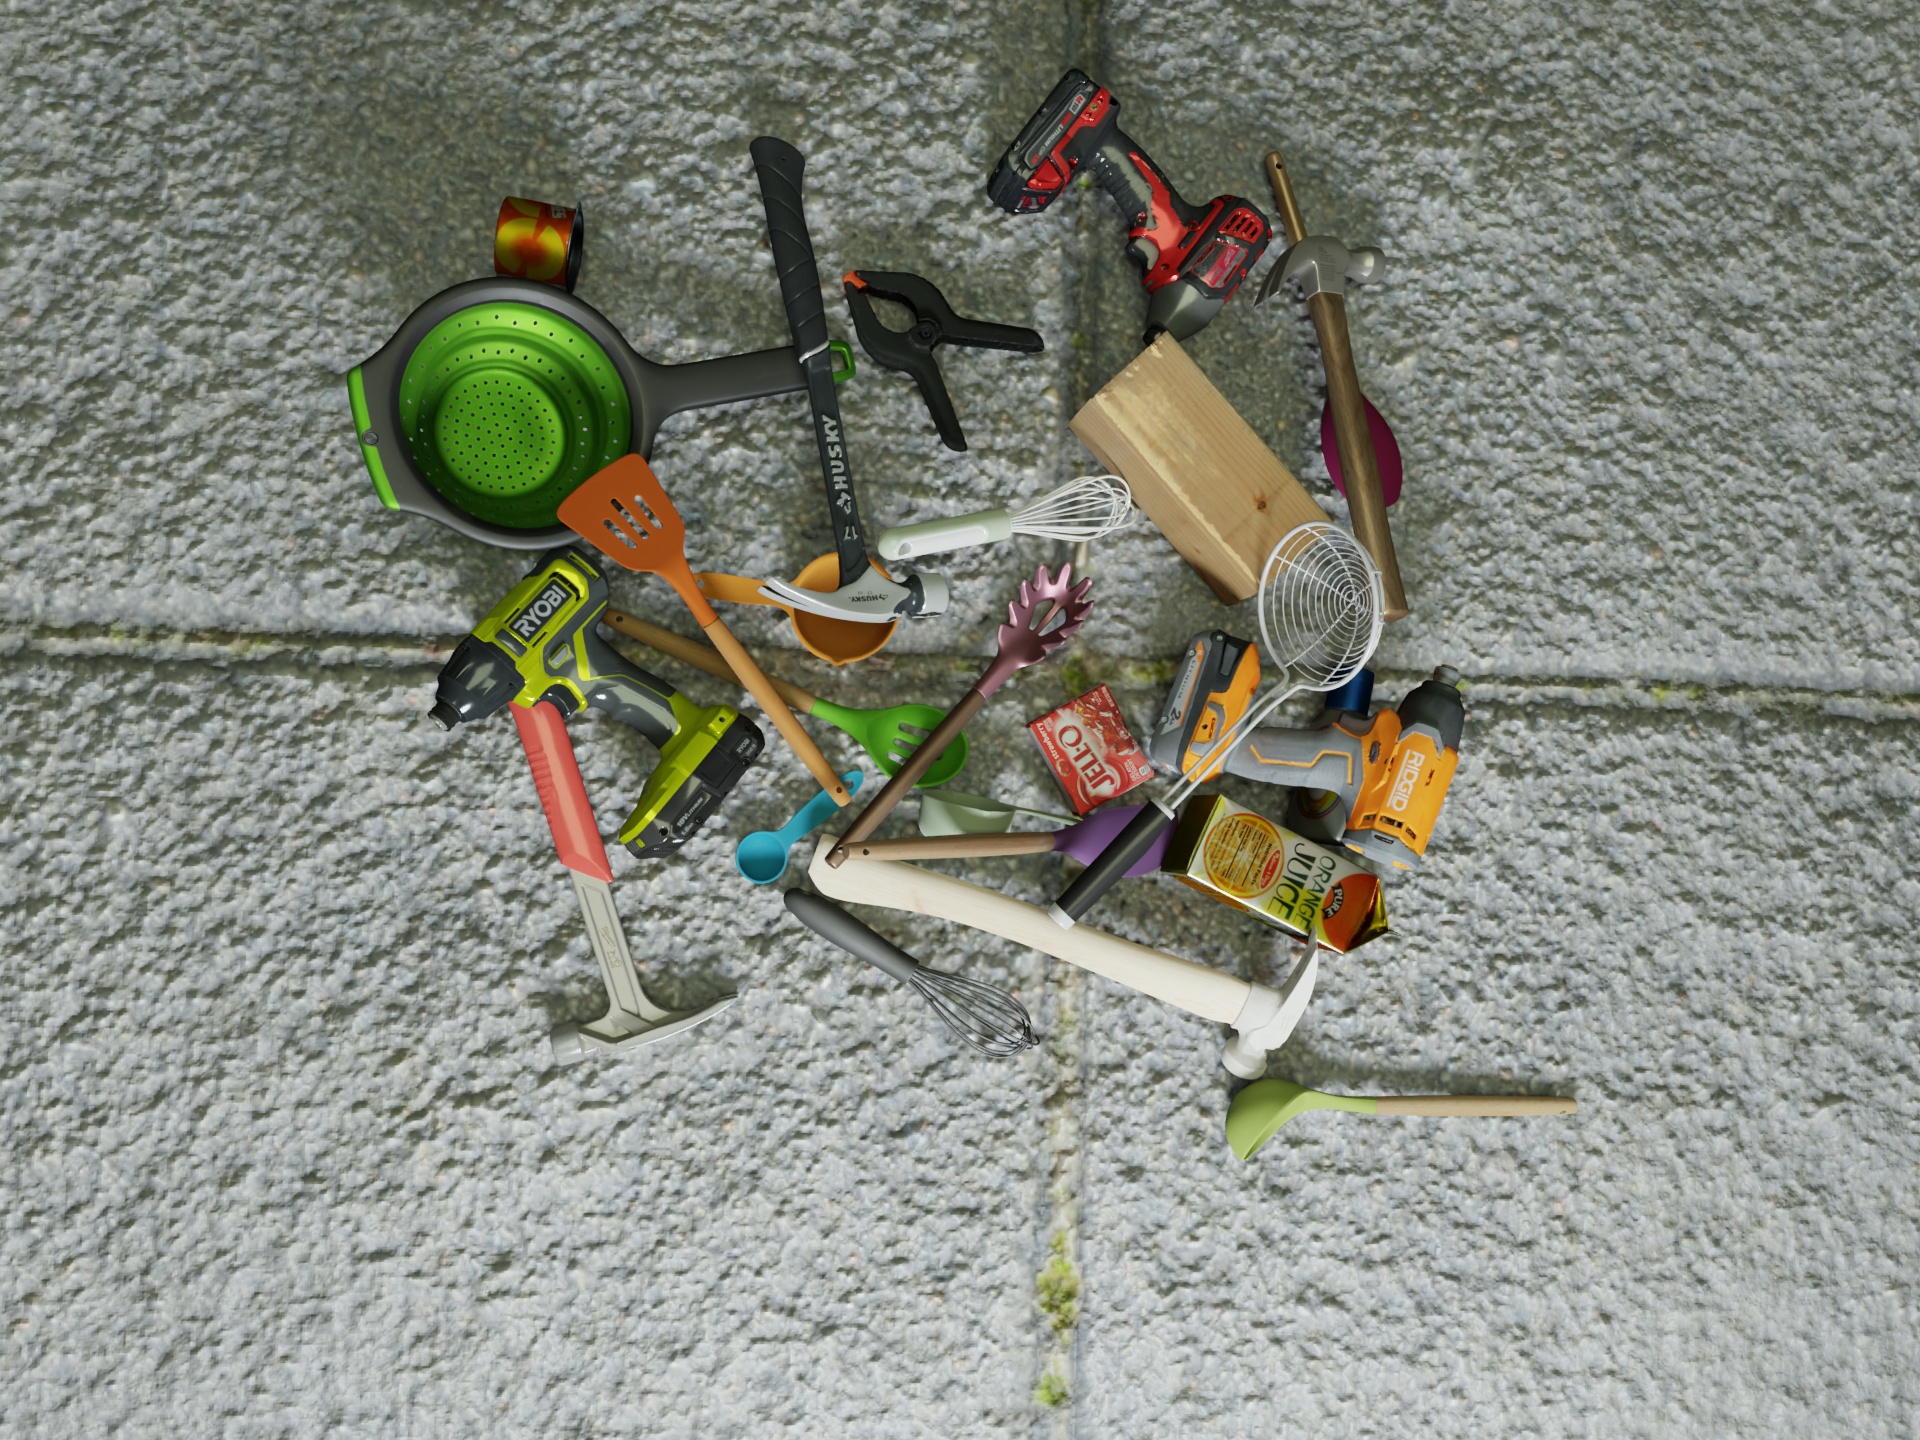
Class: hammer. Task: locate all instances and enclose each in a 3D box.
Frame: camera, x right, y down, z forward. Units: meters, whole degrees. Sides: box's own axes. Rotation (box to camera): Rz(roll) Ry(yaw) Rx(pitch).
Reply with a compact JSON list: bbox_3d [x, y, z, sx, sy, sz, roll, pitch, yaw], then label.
[{"bbox_3d":[-0.117,-0.273,1.256,0.149,0.036,0.409,-6,78,-29],"label":"hammer"},{"bbox_3d":[0.080,0.166,1.277,0.410,0.038,0.146,20,120,-3],"label":"hammer"},{"bbox_3d":[0.319,-0.243,1.308,0.130,0.031,0.331,-2,78,-28],"label":"hammer"},{"bbox_3d":[-0.297,0.082,1.257,0.149,0.037,0.359,-17,90,-8],"label":"hammer"}]

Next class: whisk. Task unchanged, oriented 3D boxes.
[{"bbox_3d":[0.041,-0.157,1.265,0.246,0.057,0.059,-15,47,-32],"label":"whisk"},{"bbox_3d":[-0.040,0.201,1.284,0.239,0.055,0.055,32,84,-1],"label":"whisk"}]

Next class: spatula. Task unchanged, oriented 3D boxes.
[{"bbox_3d":[0.049,0.098,1.252,0.315,0.018,0.060,1,94,-32],"label":"spatula"},{"bbox_3d":[-0.183,-0.058,1.238,0.081,0.041,0.322,-42,112,-19],"label":"spatula"}]

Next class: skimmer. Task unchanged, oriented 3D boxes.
[{"bbox_3d":[0.182,0.009,1.209,0.363,0.127,0.090,-47,133,1],"label":"skimmer"}]

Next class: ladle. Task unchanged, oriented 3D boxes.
[{"bbox_3d":[0.372,0.332,1.327,0.320,0.078,0.062,3,48,-12],"label":"ladle"}]

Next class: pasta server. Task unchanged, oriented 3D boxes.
[{"bbox_3d":[-0.002,-0.004,1.272,0.060,0.040,0.316,38,71,10],"label":"pasta server"}]

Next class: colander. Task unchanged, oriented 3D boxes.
[{"bbox_3d":[-0.275,-0.248,1.257,0.397,0.094,0.204,-16,95,-26],"label":"colander"}]

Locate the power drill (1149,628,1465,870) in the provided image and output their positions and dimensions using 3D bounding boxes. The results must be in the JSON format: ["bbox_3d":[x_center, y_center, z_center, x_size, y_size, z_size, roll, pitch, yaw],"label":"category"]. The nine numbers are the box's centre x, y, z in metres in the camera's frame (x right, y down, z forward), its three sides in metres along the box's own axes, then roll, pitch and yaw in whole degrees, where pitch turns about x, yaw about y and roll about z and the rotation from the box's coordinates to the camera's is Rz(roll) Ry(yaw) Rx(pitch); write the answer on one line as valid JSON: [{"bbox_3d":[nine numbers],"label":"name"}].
[{"bbox_3d":[0.284,0.005,1.275,0.226,0.084,0.164,21,85,18],"label":"power drill"}]

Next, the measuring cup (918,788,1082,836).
[{"bbox_3d":[0.044,0.089,1.294,0.167,0.083,0.038,11,95,-22],"label":"measuring cup"}]

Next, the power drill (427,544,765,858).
[{"bbox_3d":[-0.277,-0.003,1.215,0.223,0.080,0.171,42,62,-10],"label":"power drill"}]

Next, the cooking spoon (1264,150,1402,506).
[{"bbox_3d":[0.313,-0.334,1.363,0.068,0.017,0.319,-17,90,-10],"label":"cooking spoon"}]

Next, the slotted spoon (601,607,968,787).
[{"bbox_3d":[-0.142,-0.025,1.287,0.313,0.031,0.070,23,75,-4],"label":"slotted spoon"}]

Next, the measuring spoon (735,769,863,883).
[{"bbox_3d":[-0.130,0.083,1.292,0.128,0.021,0.042,-40,100,-16],"label":"measuring spoon"}]

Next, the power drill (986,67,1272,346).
[{"bbox_3d":[0.137,-0.416,1.318,0.219,0.078,0.143,37,84,-7],"label":"power drill"}]

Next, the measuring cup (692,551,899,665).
[{"bbox_3d":[-0.136,-0.096,1.279,0.173,0.052,0.095,8,87,-5],"label":"measuring cup"}]
